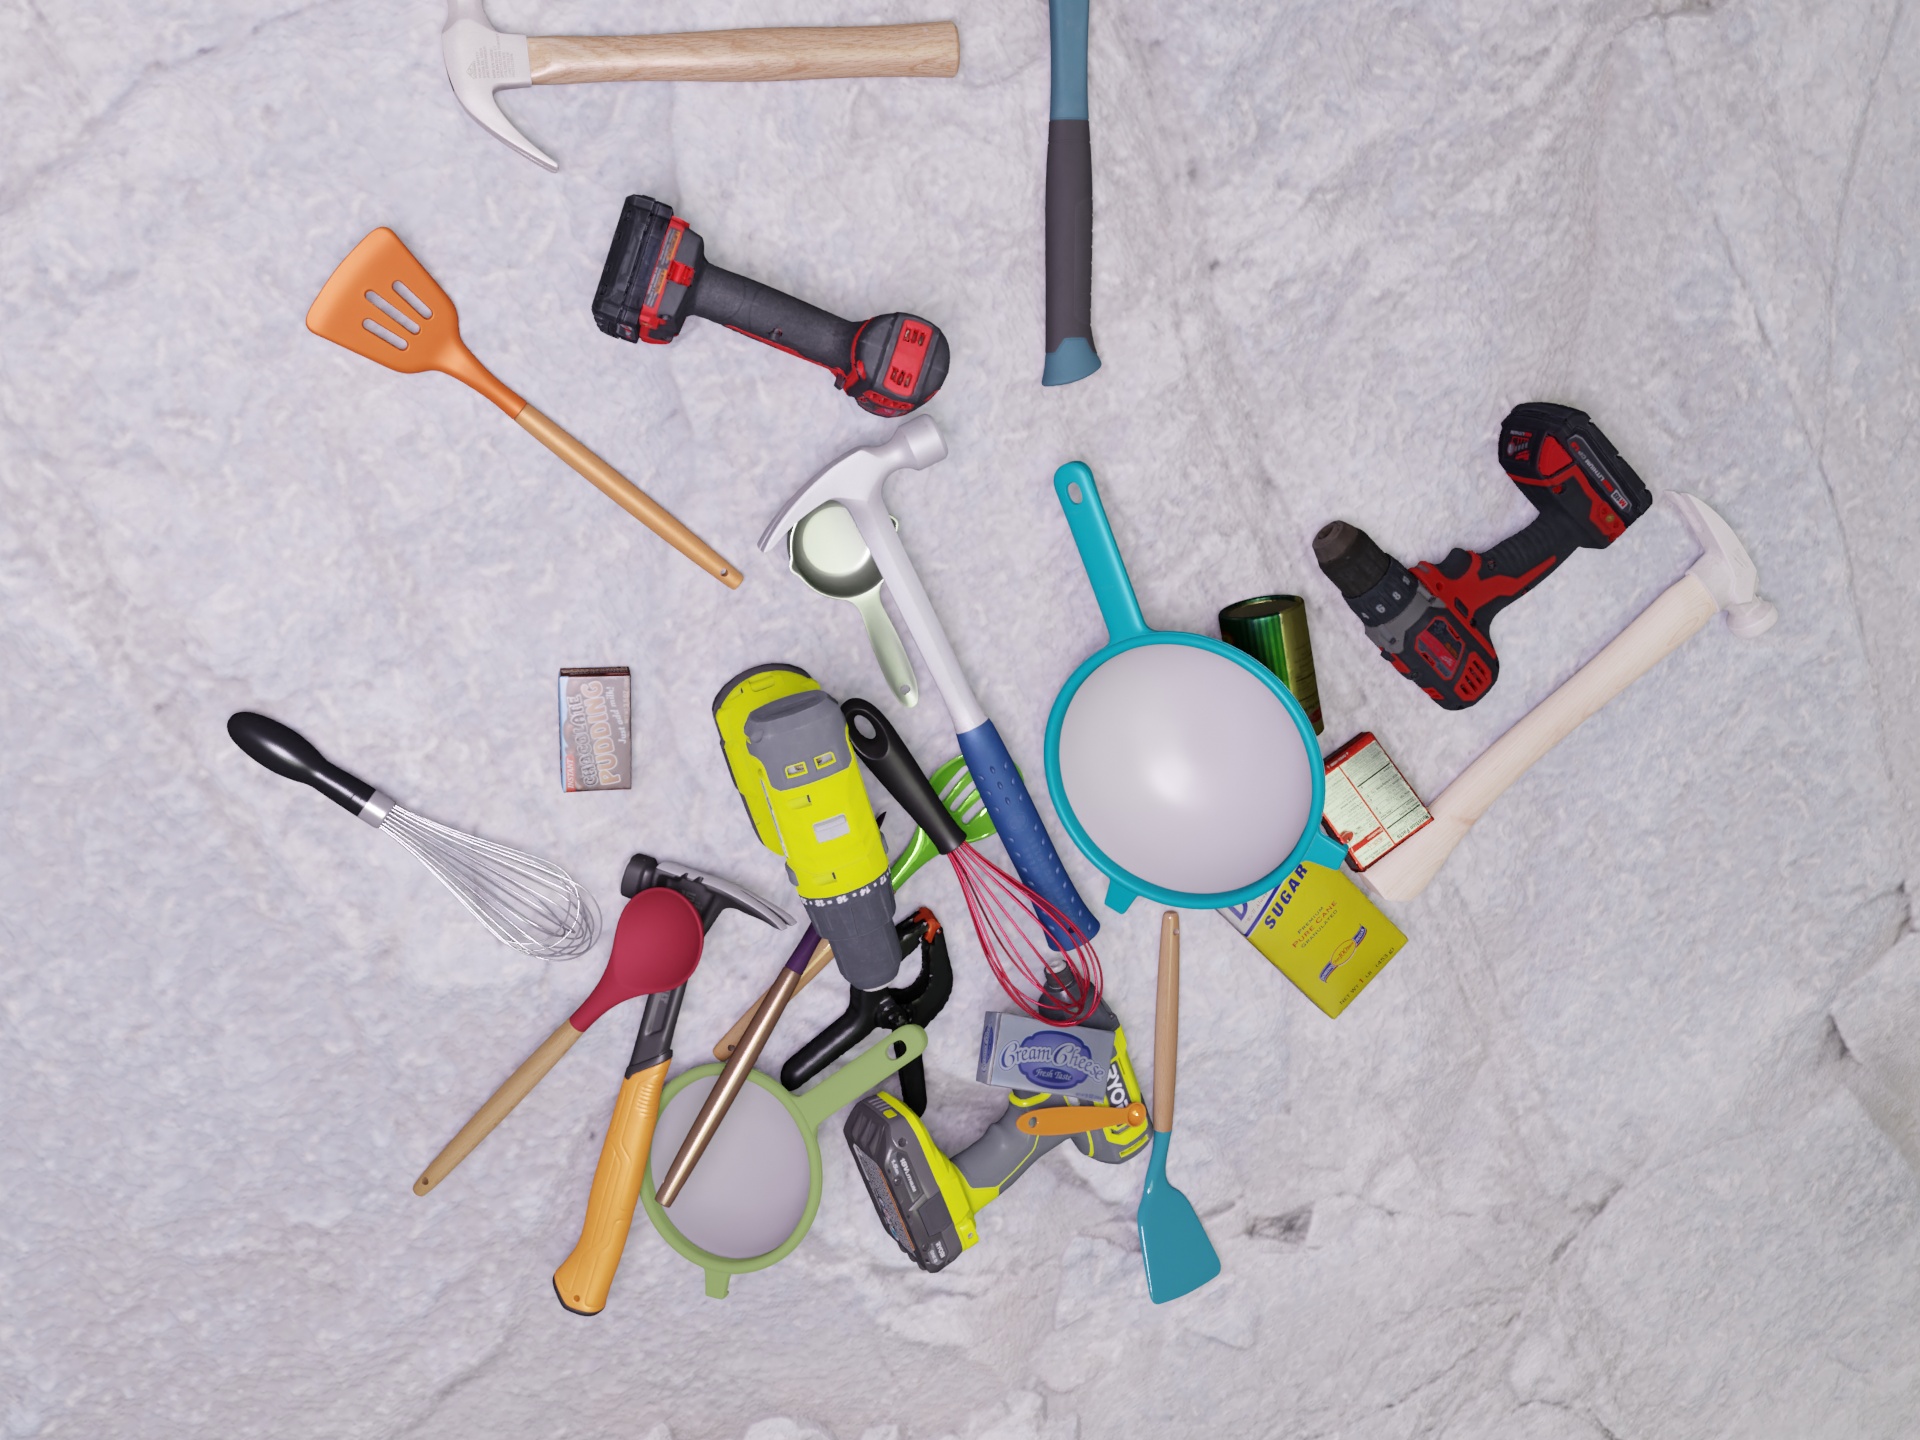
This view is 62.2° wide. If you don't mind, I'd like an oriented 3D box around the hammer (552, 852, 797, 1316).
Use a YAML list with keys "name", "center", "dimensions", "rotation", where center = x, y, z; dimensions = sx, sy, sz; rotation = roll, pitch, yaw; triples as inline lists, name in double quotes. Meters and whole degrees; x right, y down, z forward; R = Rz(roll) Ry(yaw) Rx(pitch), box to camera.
- name: "hammer"
  center: [-0.222, 0.272, 1.142]
  dimensions: [0.127, 0.034, 0.337]
  rotation: [18, 96, 10]

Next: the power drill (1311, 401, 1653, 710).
- name: "power drill"
  center: [0.394, -0.142, 1.225]
  dimensions: [0.187, 0.080, 0.226]
  rotation: [42, 93, -19]

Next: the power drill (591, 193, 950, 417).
- name: "power drill"
  center: [-0.120, -0.256, 1.031]
  dimensions: [0.219, 0.143, 0.078]
  rotation: [18, 94, -12]

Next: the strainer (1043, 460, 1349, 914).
- name: "strainer"
  center: [0.151, -0.033, 1.165]
  dimensions: [0.211, 0.095, 0.340]
  rotation: [-17, 98, 32]

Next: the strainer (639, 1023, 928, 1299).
- name: "strainer"
  center: [-0.119, 0.294, 1.165]
  dimensions: [0.256, 0.069, 0.151]
  rotation: [-37, 77, 13]

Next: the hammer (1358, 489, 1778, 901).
- name: "hammer"
  center: [0.481, -0.008, 1.298]
  dimensions: [0.410, 0.038, 0.146]
  rotation: [-41, 108, -2]

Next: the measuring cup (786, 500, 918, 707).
- name: "measuring cup"
  center: [-0.069, -0.086, 1.132]
  dimensions: [0.083, 0.038, 0.167]
  rotation: [-25, 110, -8]

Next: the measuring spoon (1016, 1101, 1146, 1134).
- name: "measuring spoon"
  center: [0.091, 0.300, 1.203]
  dimensions: [0.116, 0.011, 0.021]
  rotation: [4, 90, -29]

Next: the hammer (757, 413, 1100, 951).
- name: "hammer"
  center: [-0.002, -0.004, 1.132]
  dimensions: [0.144, 0.035, 0.405]
  rotation: [-28, 111, -5]

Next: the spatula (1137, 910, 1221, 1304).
- name: "spatula"
  center: [0.174, 0.309, 1.285]
  dimensions: [0.082, 0.044, 0.317]
  rotation: [-9, 104, -37]

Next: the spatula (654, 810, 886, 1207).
- name: "spatula"
  center: [-0.132, 0.202, 1.136]
  dimensions: [0.018, 0.060, 0.316]
  rotation: [31, 80, -6]

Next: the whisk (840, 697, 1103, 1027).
- name: "whisk"
  center: [0.007, 0.102, 1.124]
  dimensions: [0.073, 0.073, 0.295]
  rotation: [-38, 104, -4]

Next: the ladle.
- name: "ladle"
  center: [-0.287, 0.233, 1.124]
  dimensions: [0.315, 0.031, 0.069]
  rotation: [-46, 76, 12]

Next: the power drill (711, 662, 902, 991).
- name: "power drill"
  center: [-0.098, 0.061, 1.055]
  dimensions: [0.080, 0.229, 0.190]
  rotation: [-19, 107, -10]

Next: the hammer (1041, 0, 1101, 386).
- name: "hammer"
  center: [0.077, -0.400, 1.099]
  dimensions: [0.128, 0.033, 0.331]
  rotation: [-5, 104, -15]

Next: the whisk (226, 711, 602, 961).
- name: "whisk"
  center: [-0.368, 0.077, 1.083]
  dimensions: [0.284, 0.070, 0.070]
  rotation: [36, 92, -15]

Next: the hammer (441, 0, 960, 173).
- name: "hammer"
  center: [-0.162, -0.427, 1.030]
  dimensions: [0.331, 0.031, 0.130]
  rotation: [-7, 104, -14]

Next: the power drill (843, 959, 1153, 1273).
- name: "power drill"
  center: [0.032, 0.299, 1.213]
  dimensions: [0.223, 0.080, 0.171]
  rotation: [-28, 110, -23]

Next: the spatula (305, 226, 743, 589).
- name: "spatula"
  center: [-0.271, -0.188, 1.052]
  dimensions: [0.322, 0.041, 0.081]
  rotation: [39, 90, -21]

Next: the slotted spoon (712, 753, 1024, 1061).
- name: "slotted spoon"
  center: [-0.073, 0.139, 1.189]
  dimensions: [0.314, 0.031, 0.070]
  rotation: [-46, 109, 1]
